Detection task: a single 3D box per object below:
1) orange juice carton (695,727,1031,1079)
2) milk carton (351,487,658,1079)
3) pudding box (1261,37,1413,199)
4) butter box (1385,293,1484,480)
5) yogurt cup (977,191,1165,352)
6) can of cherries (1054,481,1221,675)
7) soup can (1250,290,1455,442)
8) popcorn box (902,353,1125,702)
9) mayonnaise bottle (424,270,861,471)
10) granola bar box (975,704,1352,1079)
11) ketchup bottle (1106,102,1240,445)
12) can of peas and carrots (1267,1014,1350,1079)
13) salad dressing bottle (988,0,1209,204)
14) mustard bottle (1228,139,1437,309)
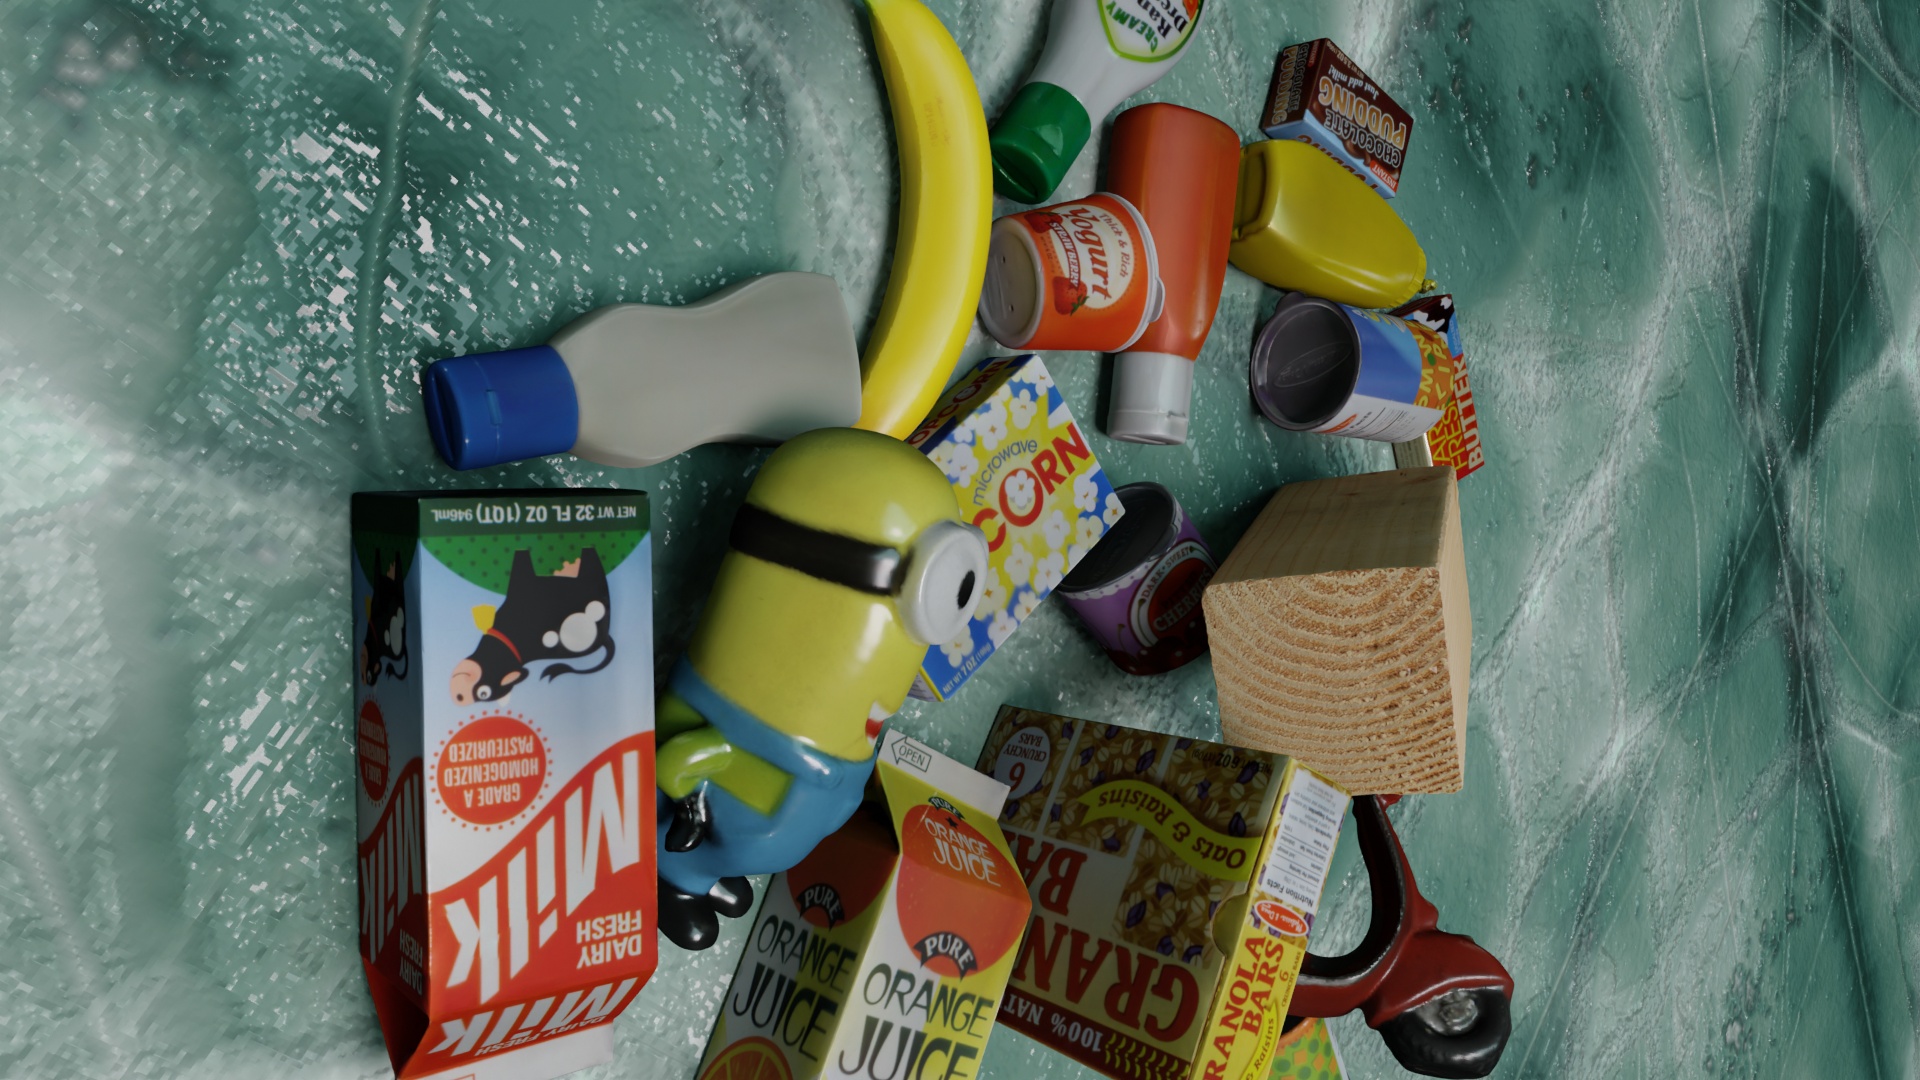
[{"bbox_3d":[-0.036,0.172,0.522,0.072,0.073,0.193,31,72,-35],"label":"orange juice carton"},{"bbox_3d":[-0.143,0.079,0.434,0.072,0.073,0.190,-3,93,-38],"label":"milk carton"},{"bbox_3d":[0.197,-0.217,0.724,0.083,0.030,0.050,25,77,-36],"label":"pudding box"},{"bbox_3d":[0.263,-0.082,0.784,0.053,0.024,0.103,-26,107,-34],"label":"butter box"},{"bbox_3d":[0.041,-0.110,0.583,0.054,0.072,0.072,-12,99,-29],"label":"yogurt cup"},{"bbox_3d":[0.081,0.018,0.612,0.072,0.071,0.058,-53,121,-25],"label":"can of cherries"},{"bbox_3d":[0.200,-0.088,0.707,0.084,0.071,0.071,3,90,-39],"label":"soup can"},{"bbox_3d":[0.002,-0.007,0.569,0.127,0.038,0.085,-44,115,-29],"label":"popcorn box"},{"bbox_3d":[-0.106,-0.055,0.482,0.148,0.041,0.064,-15,99,-36],"label":"mayonnaise bottle"},{"bbox_3d":[0.057,0.135,0.536,0.039,0.165,0.124,31,72,-32],"label":"granola bar box"},{"bbox_3d":[0.093,-0.119,0.635,0.065,0.043,0.149,9,86,-37],"label":"ketchup bottle"},{"bbox_3d":[0.148,0.249,0.675,0.071,0.071,0.058,-31,109,-34],"label":"can of peas and carrots"},{"bbox_3d":[0.058,-0.210,0.605,0.064,0.044,0.148,40,67,-21],"label":"salad dressing bottle"},{"bbox_3d":[0.195,-0.151,0.712,0.160,0.048,0.065,16,77,-38],"label":"mustard bottle"}]
